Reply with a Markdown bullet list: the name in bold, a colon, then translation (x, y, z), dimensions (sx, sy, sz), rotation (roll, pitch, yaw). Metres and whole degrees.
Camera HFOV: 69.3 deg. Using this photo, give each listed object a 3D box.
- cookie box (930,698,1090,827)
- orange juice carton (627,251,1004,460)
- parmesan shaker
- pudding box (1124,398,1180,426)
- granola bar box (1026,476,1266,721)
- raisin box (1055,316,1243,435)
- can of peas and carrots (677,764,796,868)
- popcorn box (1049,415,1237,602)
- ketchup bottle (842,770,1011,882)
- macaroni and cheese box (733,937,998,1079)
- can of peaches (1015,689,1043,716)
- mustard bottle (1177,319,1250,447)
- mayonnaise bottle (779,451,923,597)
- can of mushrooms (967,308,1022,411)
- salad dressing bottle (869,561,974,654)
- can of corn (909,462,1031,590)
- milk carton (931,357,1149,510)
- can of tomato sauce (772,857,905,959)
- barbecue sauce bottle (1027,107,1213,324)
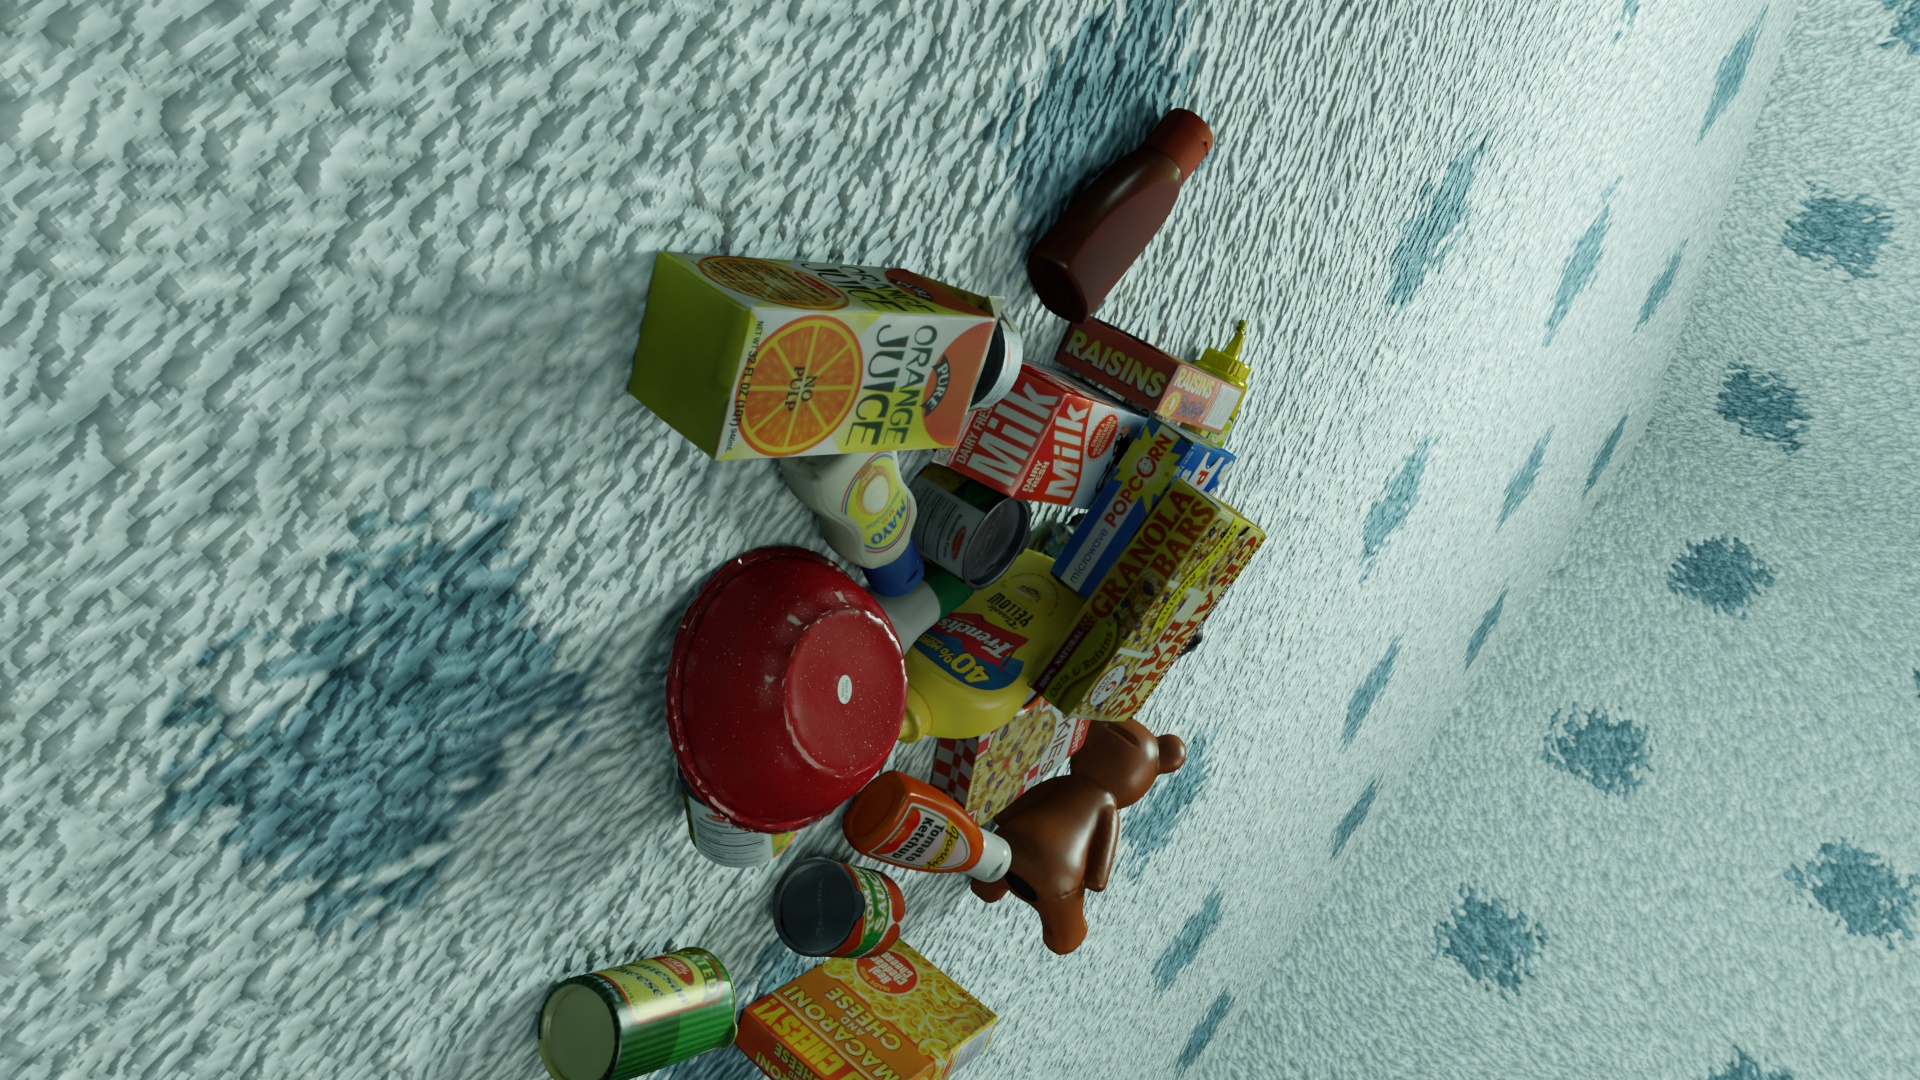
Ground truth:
- **cookie box**: translation (0.048, 0.151, 1.120), dimensions (0.168, 0.040, 0.122), rotation (-29, 140, -43)
- **orange juice carton**: translation (-0.053, -0.089, 0.670), dimensions (0.193, 0.073, 0.071), rotation (-7, 123, -45)
- **parmesan shaker**: translation (-0.191, 0.289, 0.837), dimensions (0.103, 0.071, 0.071), rotation (11, 108, -60)
- **pudding box**: translation (0.138, -0.082, 1.053), dimensions (0.083, 0.030, 0.049), rotation (-62, 152, 5)
- **granola bar box**: translation (0.128, 0.044, 0.922), dimensions (0.165, 0.039, 0.124), rotation (-55, 155, 9)
- **raisin box**: translation (0.132, -0.114, 0.954), dimensions (0.123, 0.086, 0.040), rotation (6, 114, -59)
- **can of peas and carrots**: translation (-0.128, 0.146, 0.811), dimensions (0.071, 0.071, 0.058), rotation (-37, 145, -35)
- **popcorn box**: translation (0.122, -0.017, 0.926), dimensions (0.126, 0.038, 0.085), rotation (-58, 152, 13)
- **ketchup bottle**: translation (-0.019, 0.219, 1.031), dimensions (0.064, 0.044, 0.148), rotation (-49, 135, 7)
- **macaroni and cheese box**: translation (-0.069, 0.373, 1.057), dimensions (0.167, 0.124, 0.040), rotation (-13, 126, -53)
- **can of peaches**: translation (0.036, 0.086, 1.021), dimensions (0.071, 0.058, 0.070), rotation (-38, 145, -33)
- **mustard bottle**: translation (0.190, -0.100, 1.098), dimensions (0.065, 0.049, 0.160), rotation (5, 113, -61)
- **mayonnaise bottle**: translation (-0.054, -0.019, 0.795), dimensions (0.065, 0.041, 0.147), rotation (-51, 150, -19)
- **can of mushrooms**: translation (-0.003, -0.105, 0.770), dimensions (0.071, 0.071, 0.033), rotation (-66, 161, 13)
- **salad dressing bottle**: translation (-0.050, 0.054, 0.871), dimensions (0.148, 0.044, 0.064), rotation (-34, 134, -40)
- **can of corn**: translation (0.003, -0.011, 0.876), dimensions (0.071, 0.058, 0.070), rotation (-38, 145, -33)
- **milk carton**: translation (0.047, -0.070, 0.873), dimensions (0.191, 0.073, 0.072), rotation (7, 113, -60)
- **can of tomato sauce**: translation (-0.083, 0.262, 0.988), dimensions (0.071, 0.071, 0.083), rotation (-57, 152, -4)
- **barbecue sauce bottle**: translation (0.103, -0.207, 0.865), dimensions (0.149, 0.044, 0.064), rotation (-51, 151, -16)
